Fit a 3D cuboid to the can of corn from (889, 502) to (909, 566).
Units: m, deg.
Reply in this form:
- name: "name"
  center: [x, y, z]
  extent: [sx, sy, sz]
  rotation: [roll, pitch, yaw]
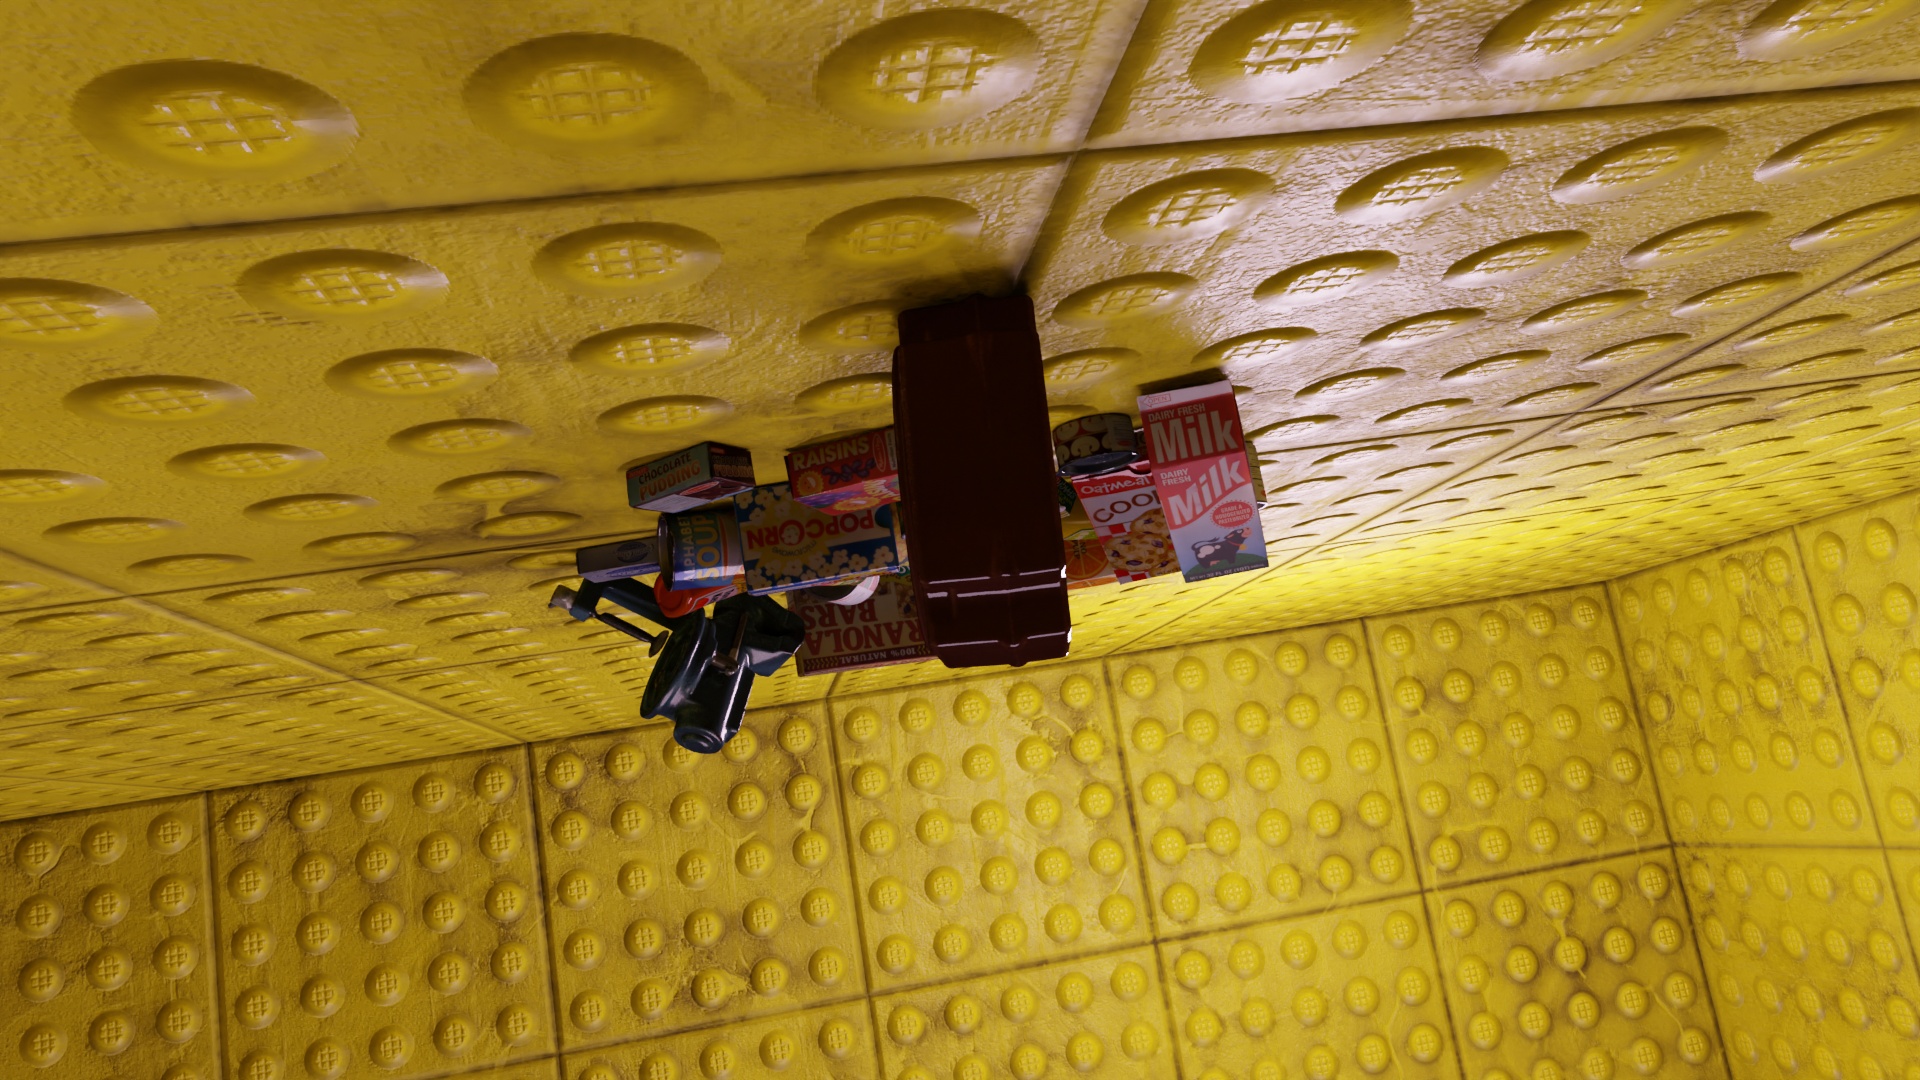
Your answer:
- name: "can of corn"
  center: [-0.060, -0.008, 1.228]
  extent: [0.071, 0.071, 0.058]
  rotation: [-19, 165, 41]

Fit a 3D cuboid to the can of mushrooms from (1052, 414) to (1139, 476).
- name: "can of mushrooms"
  center: [0.106, -0.076, 1.115]
  extent: [0.071, 0.033, 0.071]
  rotation: [-10, 170, -2]

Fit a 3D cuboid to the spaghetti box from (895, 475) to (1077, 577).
- name: "spaghetti box"
  center: [0.005, -0.016, 1.296]
  extent: [0.050, 0.029, 0.249]
  rotation: [40, 143, -25]

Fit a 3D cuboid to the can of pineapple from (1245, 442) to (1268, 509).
- name: "can of pineapple"
  center: [0.244, -0.054, 1.285]
  extent: [0.071, 0.058, 0.071]
  rotation: [-9, 169, -2]

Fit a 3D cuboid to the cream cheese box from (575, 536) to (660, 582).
- name: "cream cheese box"
  center: [-0.295, 0.016, 1.278]
  extent: [0.104, 0.024, 0.053]
  rotation: [-9, 170, -1]

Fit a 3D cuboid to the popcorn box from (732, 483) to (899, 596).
- name: "popcorn box"
  center: [-0.118, -0.006, 1.144]
  extent: [0.127, 0.085, 0.038]
  rotation: [-10, 170, -1]

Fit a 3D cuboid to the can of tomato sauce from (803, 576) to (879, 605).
- name: "can of tomato sauce"
  center: [-0.120, 0.028, 1.379]
  extent: [0.071, 0.071, 0.083]
  rotation: [-11, 173, 7]

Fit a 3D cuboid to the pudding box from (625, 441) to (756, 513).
- name: "pudding box"
  center: [-0.198, -0.045, 1.019]
  extent: [0.083, 0.030, 0.050]
  rotation: [-15, 167, 29]

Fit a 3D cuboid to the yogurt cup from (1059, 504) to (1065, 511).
- name: "yogurt cup"
  center: [0.046, -0.046, 1.162]
  extent: [0.072, 0.054, 0.072]
  rotation: [-9, 169, -2]

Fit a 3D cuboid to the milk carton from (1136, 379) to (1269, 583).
- name: "milk carton"
  center: [0.189, -0.054, 1.084]
  extent: [0.072, 0.074, 0.189]
  rotation: [-11, 140, 12]

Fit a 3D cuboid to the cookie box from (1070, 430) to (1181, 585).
- name: "cookie box"
  center: [0.176, -0.031, 1.210]
  extent: [0.123, 0.040, 0.166]
  rotation: [-13, 142, 15]

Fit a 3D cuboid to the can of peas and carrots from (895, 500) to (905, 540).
- name: "can of peas and carrots"
  center: [-0.020, -0.036, 1.148]
  extent: [0.071, 0.059, 0.071]
  rotation: [-10, 169, -2]

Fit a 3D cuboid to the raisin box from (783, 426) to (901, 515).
- name: "raisin box"
  center: [-0.060, -0.056, 1.060]
  extent: [0.123, 0.040, 0.086]
  rotation: [-13, 170, 14]

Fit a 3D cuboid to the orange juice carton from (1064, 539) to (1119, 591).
- name: "orange juice carton"
  center: [0.189, 0.002, 1.504]
  extent: [0.193, 0.072, 0.073]
  rotation: [-11, 170, 9]

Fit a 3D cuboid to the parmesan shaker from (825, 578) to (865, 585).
- name: "parmesan shaker"
  center: [-0.140, 0.010, 1.263]
  extent: [0.103, 0.071, 0.071]
  rotation: [0, 166, -40]

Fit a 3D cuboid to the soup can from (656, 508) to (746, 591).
- name: "soup can"
  center: [-0.210, 0.006, 1.184]
  extent: [0.084, 0.071, 0.071]
  rotation: [-6, 169, -22]

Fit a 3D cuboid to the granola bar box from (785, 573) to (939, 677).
- name: "granola bar box"
  center: [-0.099, 0.074, 1.490]
  extent: [0.166, 0.124, 0.039]
  rotation: [-6, 170, -18]

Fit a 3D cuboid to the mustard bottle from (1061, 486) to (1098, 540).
- name: "mustard bottle"
  center: [0.102, -0.025, 1.339]
  extent: [0.160, 0.049, 0.065]
  rotation: [-3, 166, -32]

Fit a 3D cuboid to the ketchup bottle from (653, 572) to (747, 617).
- name: "ketchup bottle"
  center: [-0.207, 0.027, 1.283]
  extent: [0.149, 0.043, 0.064]
  rotation: [-21, 174, -41]
